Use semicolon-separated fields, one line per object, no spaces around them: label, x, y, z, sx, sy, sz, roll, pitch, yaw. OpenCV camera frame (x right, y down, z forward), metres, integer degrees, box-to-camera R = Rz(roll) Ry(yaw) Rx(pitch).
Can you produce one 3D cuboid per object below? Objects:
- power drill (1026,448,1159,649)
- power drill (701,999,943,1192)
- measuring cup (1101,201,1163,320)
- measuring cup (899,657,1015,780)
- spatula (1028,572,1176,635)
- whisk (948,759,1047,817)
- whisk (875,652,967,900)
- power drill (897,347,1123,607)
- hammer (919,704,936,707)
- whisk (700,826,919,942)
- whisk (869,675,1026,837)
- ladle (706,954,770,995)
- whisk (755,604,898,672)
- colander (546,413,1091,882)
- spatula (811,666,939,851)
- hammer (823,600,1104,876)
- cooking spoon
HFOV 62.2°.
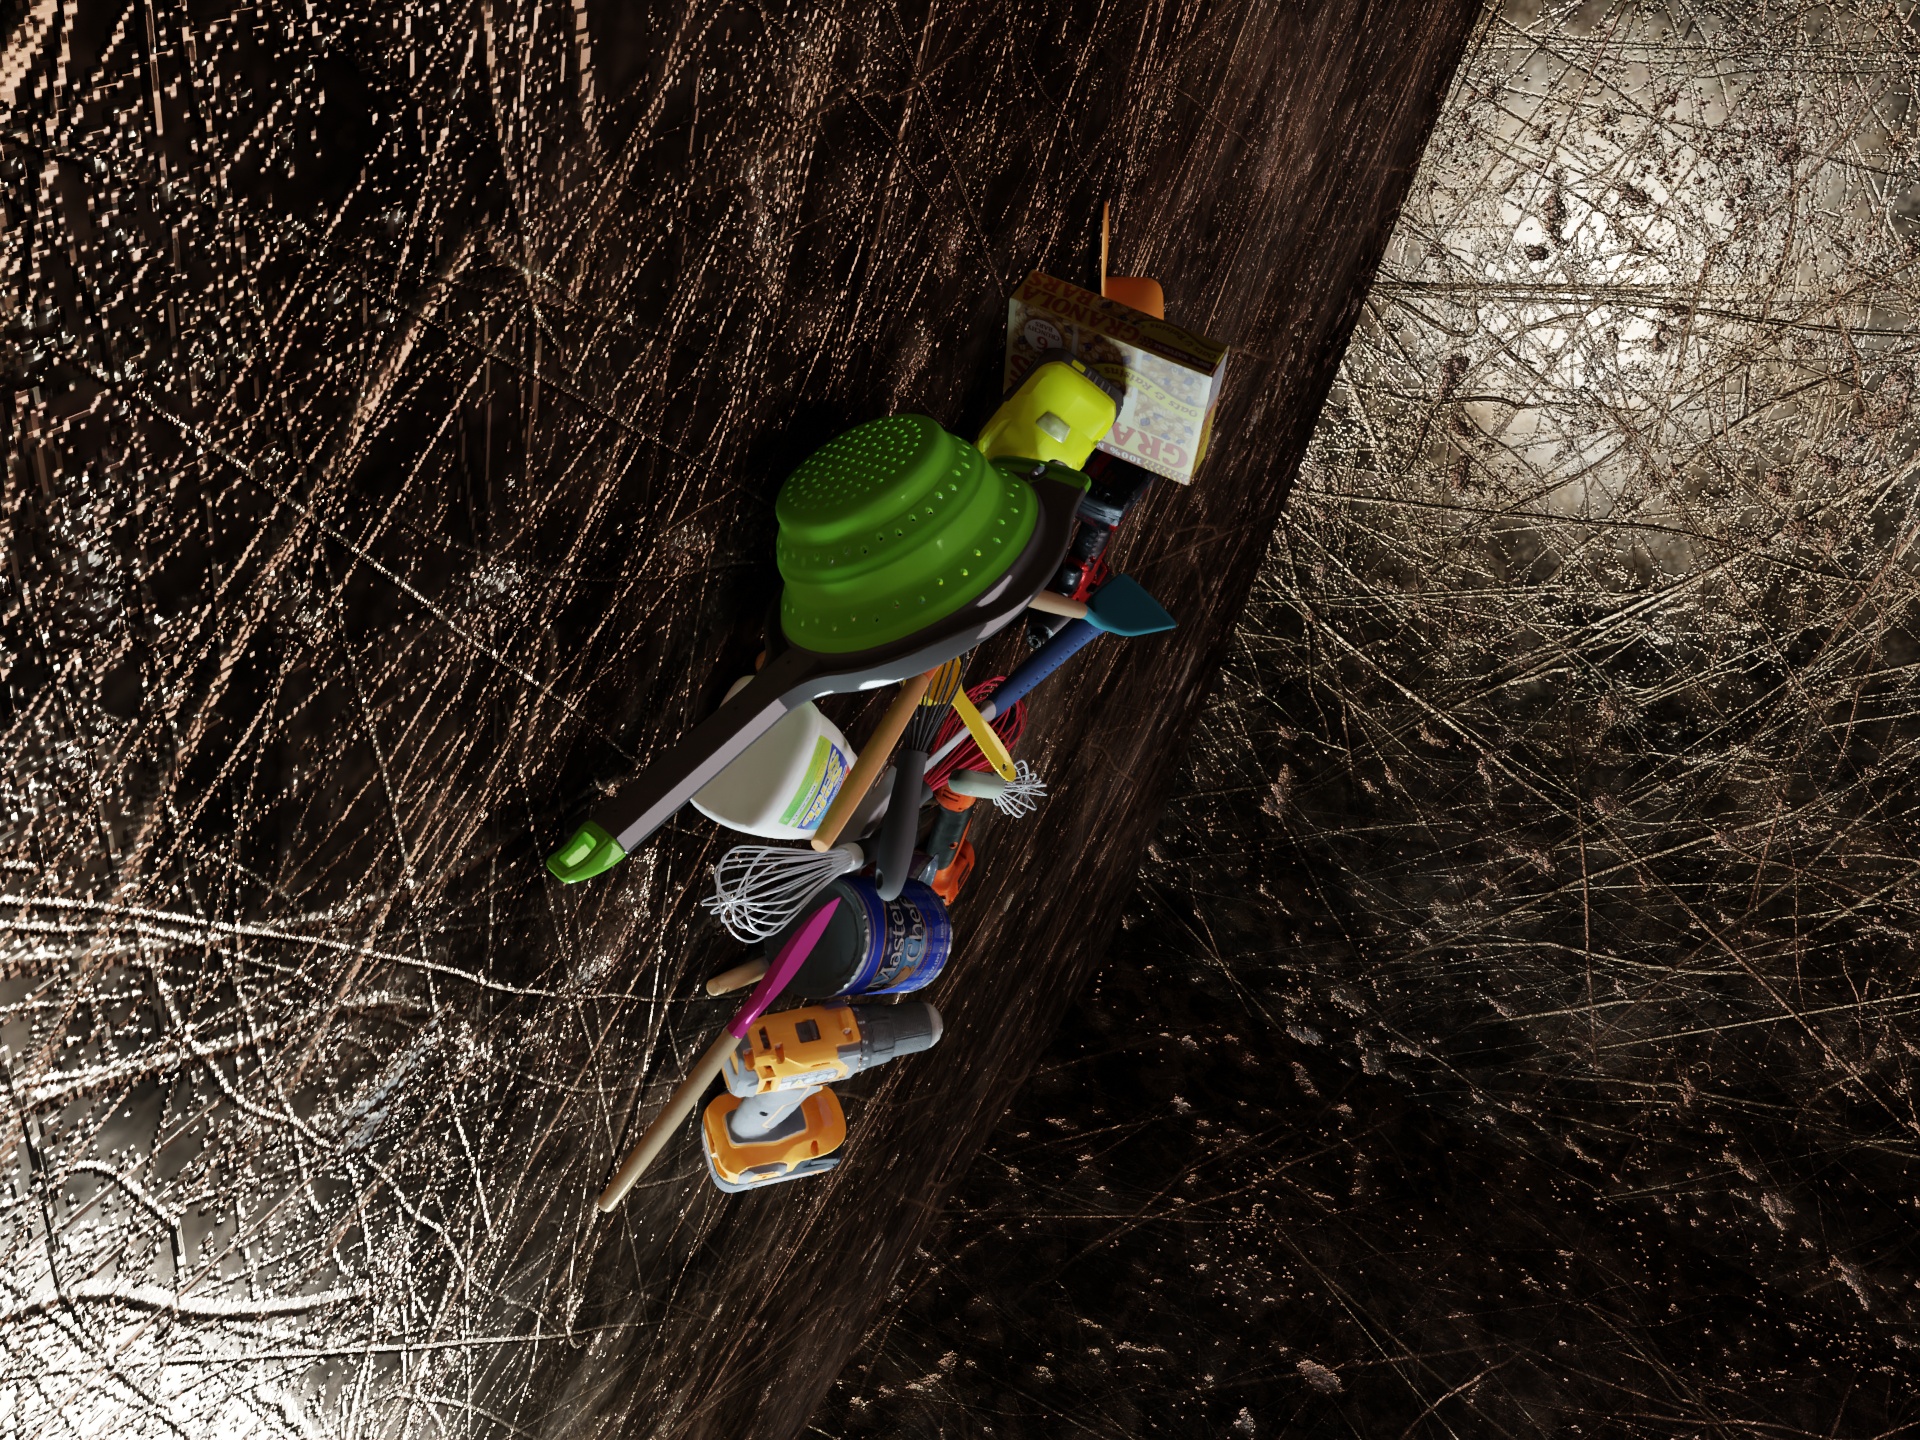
power drill;0.124;-0.174;1.617;0.143;0.078;0.219;-51;164;-42
power drill;-0.123;0.311;1.359;0.185;0.084;0.226;-7;144;-24
measuring cup;0.146;-0.365;1.347;0.173;0.052;0.095;81;14;-54
measuring cup;-0.002;-0.004;1.360;0.156;0.029;0.062;54;50;-26
spatula;0.106;-0.115;1.476;0.044;0.082;0.317;-49;157;18
whisk;0.033;0.062;1.524;0.246;0.058;0.059;15;78;-73
whisk;-0.035;0.027;1.276;0.055;0.055;0.239;41;59;-76
power drill;0.043;-0.168;1.144;0.171;0.080;0.223;-46;-165;40
hammer;0.034;-0.165;1.378;0.335;0.035;0.146;-64;167;3
whisk;-0.106;0.112;1.242;0.284;0.070;0.070;-14;129;-62
whisk;-0.025;0.054;1.518;0.296;0.073;0.073;-46;158;-36
ladle;-0.134;0.213;1.401;0.078;0.062;0.320;-51;167;14
whisk;-0.068;-0.082;1.136;0.245;0.047;0.051;-39;154;-53
colander;-0.101;-0.065;0.931;0.397;0.205;0.094;-42;125;-18
spatula;-0.045;-0.022;1.167;0.081;0.041;0.323;-27;-157;39
hammer;0.022;-0.007;1.468;0.405;0.035;0.144;-41;163;-40
cooking spoon;-0.188;0.258;1.219;0.319;0.017;0.069;-54;171;11
